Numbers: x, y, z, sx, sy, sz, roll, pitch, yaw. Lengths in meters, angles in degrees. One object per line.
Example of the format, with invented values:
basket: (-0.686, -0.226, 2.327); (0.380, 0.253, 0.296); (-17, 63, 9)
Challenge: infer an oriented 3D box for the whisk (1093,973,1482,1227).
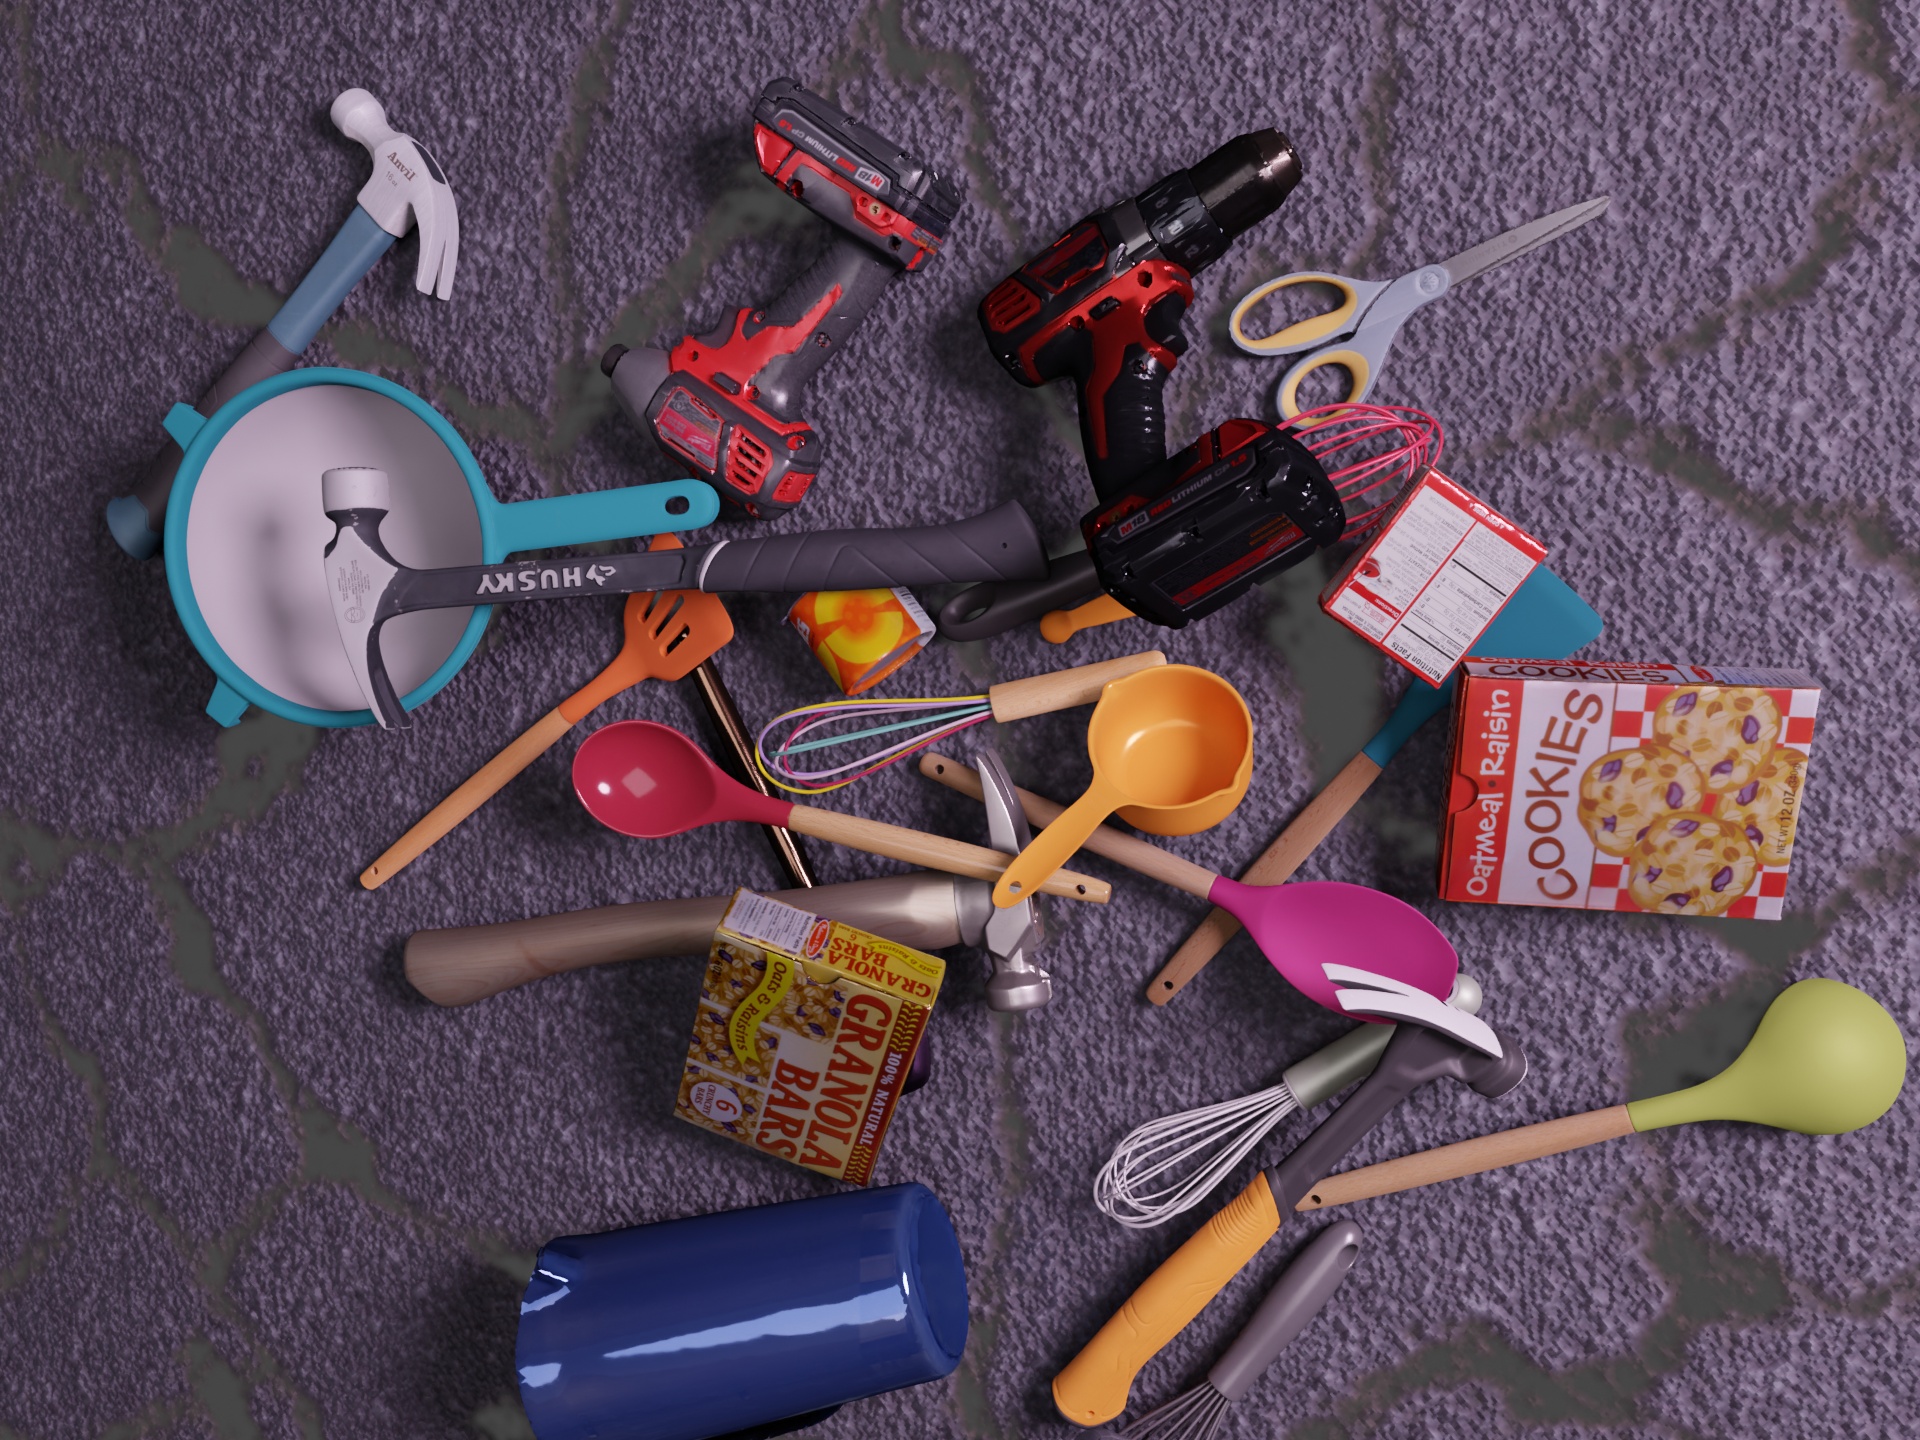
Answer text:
whisk: (0.179, 0.210, 0.882); (0.246, 0.058, 0.059); (-34, 119, 11)

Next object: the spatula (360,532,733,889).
spatula: (-0.266, 0.010, 0.984); (0.322, 0.041, 0.081); (-38, 78, 15)

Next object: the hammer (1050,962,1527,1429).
hammer: (0.149, 0.270, 0.859); (0.127, 0.034, 0.336); (26, 114, -24)

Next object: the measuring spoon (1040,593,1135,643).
measuring spoon: (0.099, -0.069, 0.898); (0.117, 0.011, 0.021); (-19, 89, 15)

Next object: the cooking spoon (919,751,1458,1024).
cooking spoon: (0.116, 0.082, 0.879); (0.319, 0.017, 0.069); (23, 98, 20)

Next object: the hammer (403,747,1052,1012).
hammer: (-0.153, 0.113, 0.948); (0.410, 0.038, 0.146); (-8, 93, 17)

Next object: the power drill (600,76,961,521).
power drill: (-0.109, -0.240, 0.912); (0.143, 0.078, 0.219); (35, 104, 11)

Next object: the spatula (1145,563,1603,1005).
spatula: (0.204, 0.041, 0.861); (0.082, 0.044, 0.317); (40, 103, 4)

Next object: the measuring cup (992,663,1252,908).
measuring cup: (0.085, 0.048, 0.858); (0.173, 0.052, 0.095); (-43, 61, -10)

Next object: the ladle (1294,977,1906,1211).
ladle: (0.329, 0.213, 0.847); (0.320, 0.062, 0.078); (-22, 93, 22)

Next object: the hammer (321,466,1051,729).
hammer: (-0.155, -0.078, 0.874); (0.409, 0.036, 0.149); (-3, 92, 8)

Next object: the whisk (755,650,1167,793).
whisk: (-0.001, -0.001, 0.914); (0.245, 0.051, 0.047); (-13, 80, 10)

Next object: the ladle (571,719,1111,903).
ladle: (-0.069, 0.059, 0.886); (0.315, 0.031, 0.069); (13, 100, 14)

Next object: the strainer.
strainer: (-0.302, -0.111, 0.963); (0.340, 0.095, 0.211); (-6, 94, 8)

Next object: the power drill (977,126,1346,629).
power drill: (0.118, -0.183, 0.814); (0.188, 0.080, 0.227); (-30, 60, 22)

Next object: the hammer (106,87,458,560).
hammer: (-0.442, -0.235, 1.019); (0.331, 0.033, 0.128); (-45, 81, 13)

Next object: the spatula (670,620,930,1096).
spatula: (-0.100, 0.081, 0.956); (0.060, 0.018, 0.316); (-27, 88, 16)

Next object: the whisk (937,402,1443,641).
whisk: (0.118, -0.101, 0.869); (0.296, 0.073, 0.073); (-20, 88, 21)

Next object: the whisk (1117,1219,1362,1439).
whisk: (0.147, 0.373, 0.897); (0.055, 0.055, 0.239); (38, 97, 9)

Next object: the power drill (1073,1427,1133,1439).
power drill: (0.118, 0.492, 0.858); (0.226, 0.084, 0.164); (35, 103, -20)
